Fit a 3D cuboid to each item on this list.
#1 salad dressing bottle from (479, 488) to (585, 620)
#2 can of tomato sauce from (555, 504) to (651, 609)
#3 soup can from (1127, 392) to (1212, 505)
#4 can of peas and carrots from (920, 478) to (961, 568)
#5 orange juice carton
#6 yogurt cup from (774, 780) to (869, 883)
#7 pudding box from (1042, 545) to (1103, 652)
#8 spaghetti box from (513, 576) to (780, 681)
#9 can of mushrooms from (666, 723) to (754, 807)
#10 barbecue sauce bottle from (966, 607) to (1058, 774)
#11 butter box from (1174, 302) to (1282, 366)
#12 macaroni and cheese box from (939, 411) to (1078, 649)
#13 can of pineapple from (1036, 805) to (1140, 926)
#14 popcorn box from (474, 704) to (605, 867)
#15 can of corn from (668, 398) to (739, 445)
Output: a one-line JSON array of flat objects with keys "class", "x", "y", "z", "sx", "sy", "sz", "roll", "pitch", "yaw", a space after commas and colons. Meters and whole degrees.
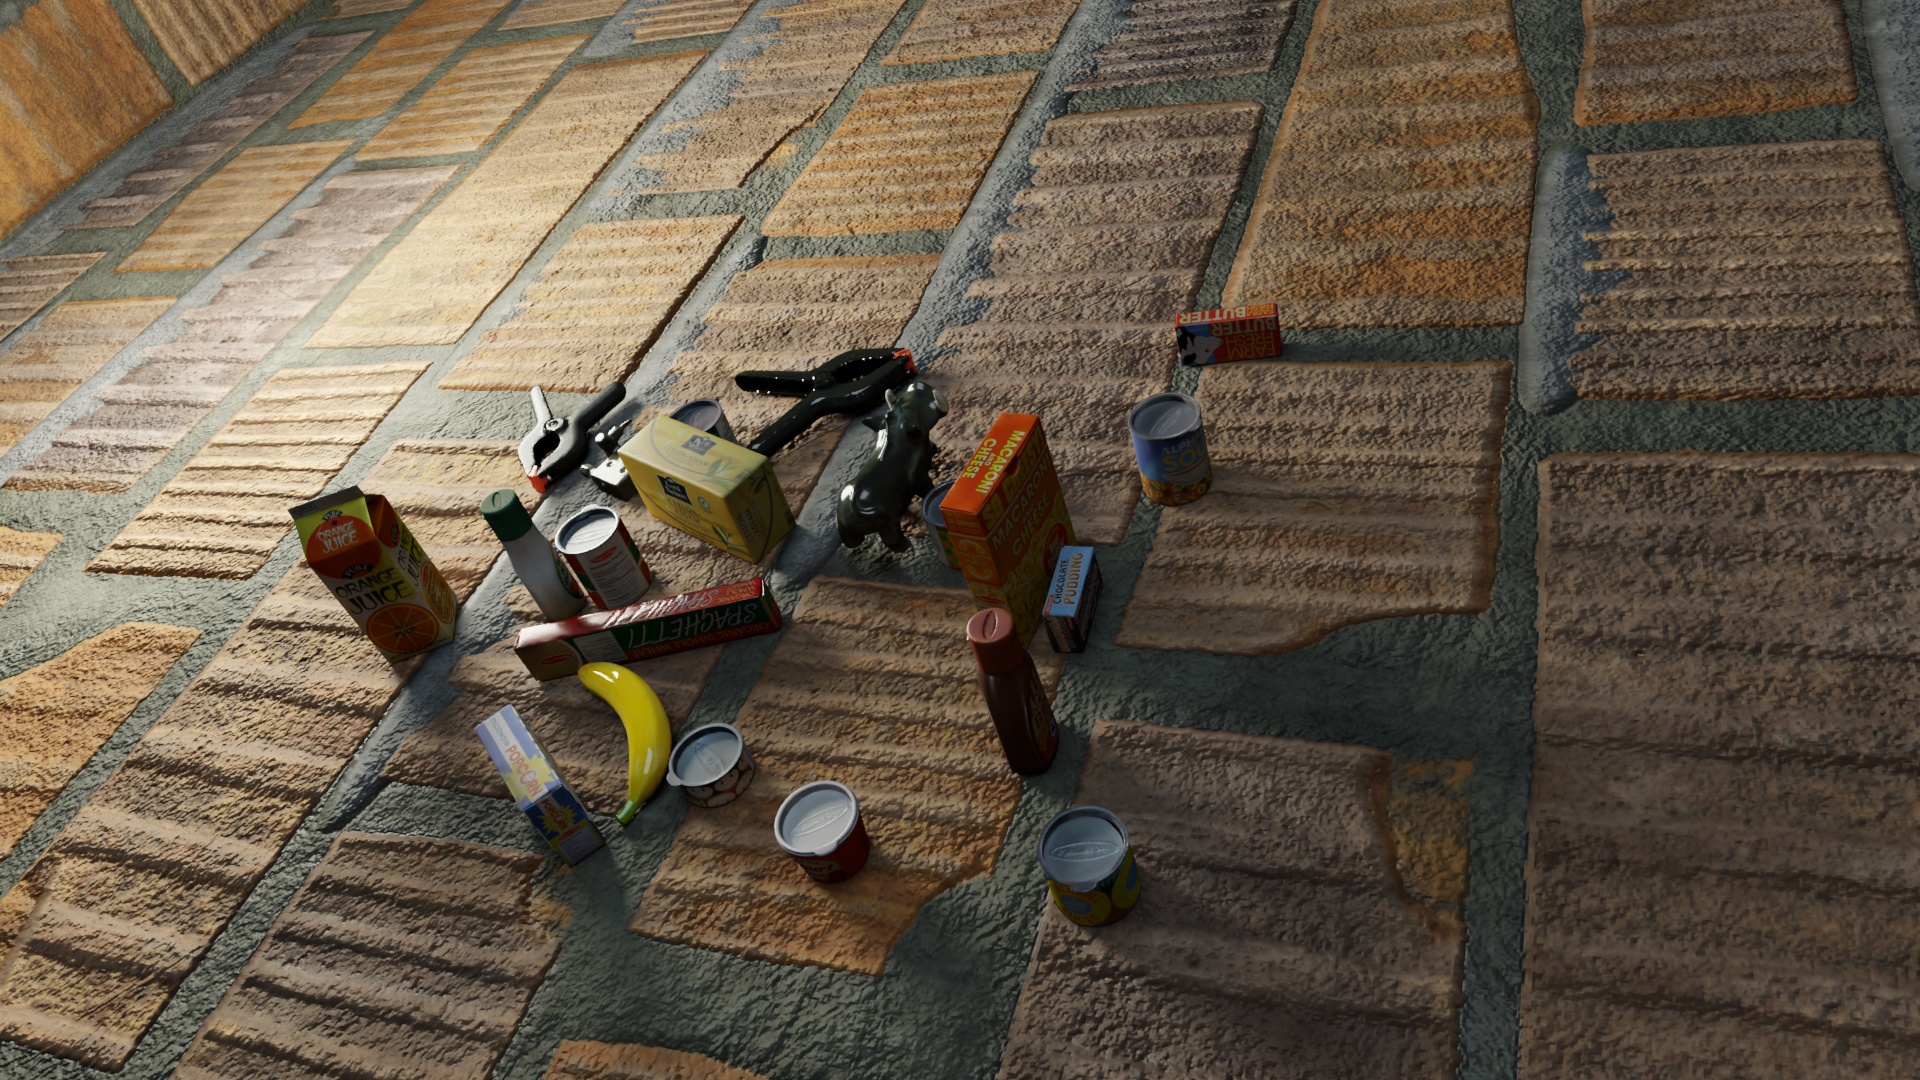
[{"class": "salad dressing bottle", "x": -0.419, "y": 0.014, "z": 1.361, "sx": 0.044, "sy": 0.147, "sz": 0.064, "roll": -25, "pitch": 41, "yaw": -5}, {"class": "can of tomato sauce", "x": -0.354, "y": 0.017, "z": 1.382, "sx": 0.071, "sy": 0.082, "sz": 0.071, "roll": -11, "pitch": 42, "yaw": 10}, {"class": "soup can", "x": 0.196, "y": -0.083, "z": 1.277, "sx": 0.071, "sy": 0.083, "sz": 0.072, "roll": -11, "pitch": 42, "yaw": 10}, {"class": "can of peas and carrots", "x": 0.005, "y": -0.016, "z": 1.298, "sx": 0.071, "sy": 0.058, "sz": 0.071, "roll": -11, "pitch": 42, "yaw": 10}, {"class": "orange juice carton", "x": -0.580, "y": 0.026, "z": 1.376, "sx": 0.072, "sy": 0.191, "sz": 0.073, "roll": -20, "pitch": 41, "yaw": 0}, {"class": "yogurt cup", "x": -0.104, "y": 0.229, "z": 1.080, "sx": 0.072, "sy": 0.053, "sz": 0.073, "roll": -11, "pitch": 42, "yaw": 10}, {"class": "pudding box", "x": 0.097, "y": 0.050, "z": 1.199, "sx": 0.030, "sy": 0.049, "sz": 0.084, "roll": 0, "pitch": 45, "yaw": 22}, {"class": "spaghetti box", "x": -0.294, "y": 0.085, "z": 1.311, "sx": 0.250, "sy": 0.050, "sz": 0.029, "roll": -12, "pitch": 42, "yaw": 8}, {"class": "can of mushrooms", "x": -0.212, "y": 0.192, "z": 1.176, "sx": 0.071, "sy": 0.033, "sz": 0.071, "roll": -11, "pitch": 42, "yaw": 10}, {"class": "barbecue sauce bottle", "x": 0.040, "y": 0.114, "z": 1.076, "sx": 0.043, "sy": 0.147, "sz": 0.065, "roll": -5, "pitch": 43, "yaw": 16}, {"class": "butter box", "x": 0.272, "y": -0.208, "z": 1.407, "sx": 0.103, "sy": 0.053, "sz": 0.024, "roll": -5, "pitch": 43, "yaw": 16}, {"class": "macaroni and cheese box", "x": 0.047, "y": -0.008, "z": 1.192, "sx": 0.040, "sy": 0.165, "sz": 0.124, "roll": 9, "pitch": 49, "yaw": 29}, {"class": "can of pineapple", "x": 0.092, "y": 0.235, "z": 0.995, "sx": 0.071, "sy": 0.057, "sz": 0.071, "roll": -11, "pitch": 42, "yaw": 10}, {"class": "popcorn box", "x": -0.357, "y": 0.206, "z": 1.177, "sx": 0.038, "sy": 0.084, "sz": 0.127, "roll": -35, "pitch": 43, "yaw": -16}, {"class": "can of corn", "x": -0.283, "y": -0.111, "z": 1.511, "sx": 0.071, "sy": 0.058, "sz": 0.071, "roll": -11, "pitch": 42, "yaw": 10}]
